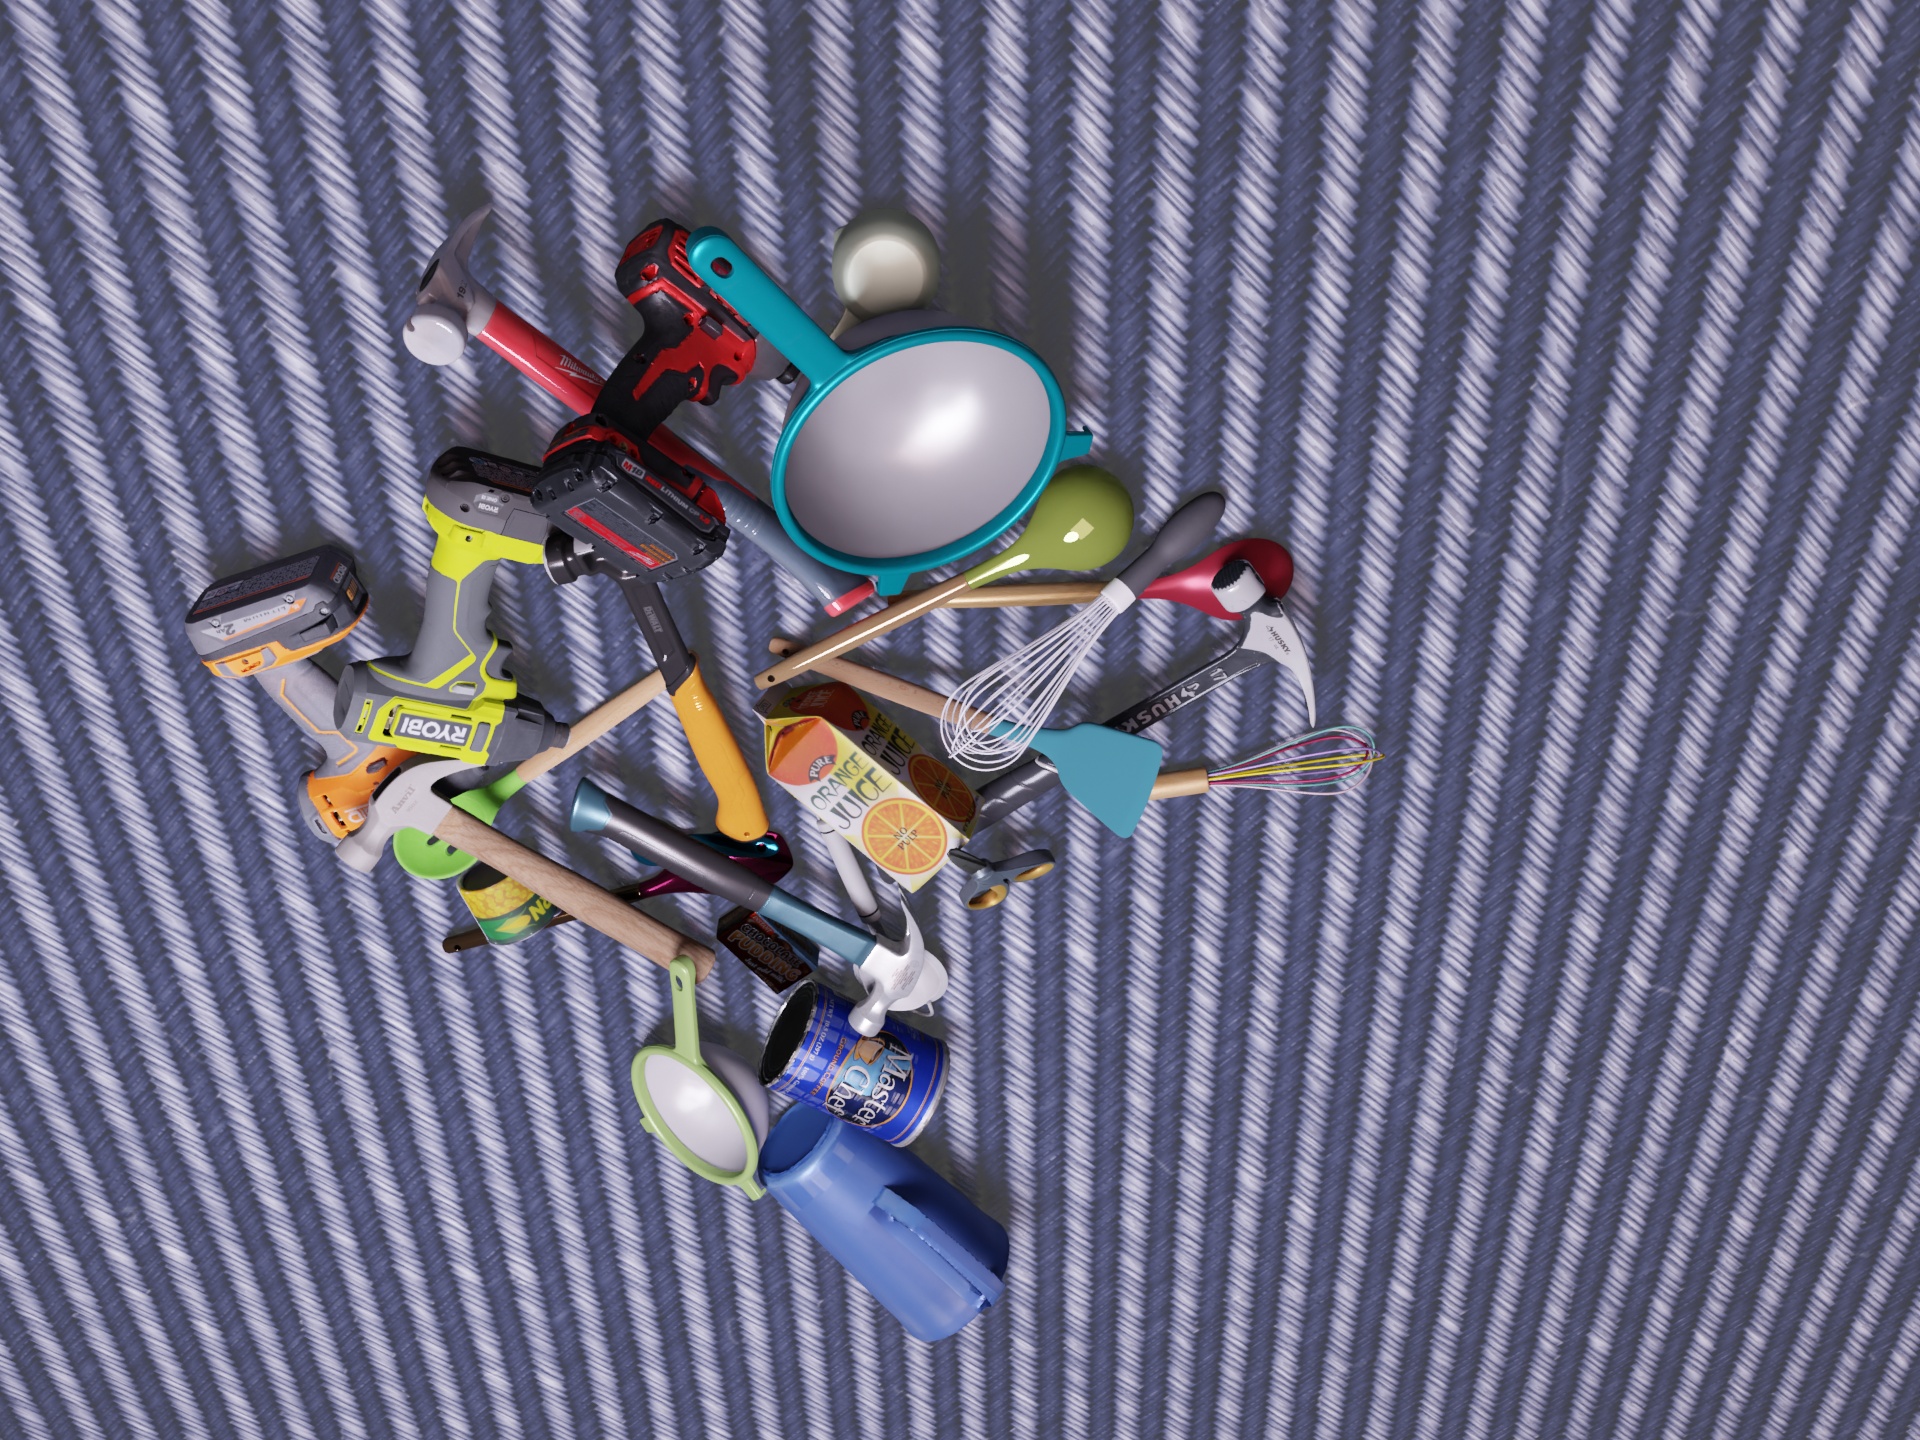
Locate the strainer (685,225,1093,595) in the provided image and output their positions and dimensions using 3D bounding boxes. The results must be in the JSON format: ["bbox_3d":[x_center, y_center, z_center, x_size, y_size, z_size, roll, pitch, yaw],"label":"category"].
[{"bbox_3d":[-0.073,-0.233,1.057,0.211,0.095,0.340,-35,141,15],"label":"strainer"}]

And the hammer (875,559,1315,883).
[{"bbox_3d":[0.095,0.029,1.279,0.409,0.036,0.149,-31,118,22],"label":"hammer"}]

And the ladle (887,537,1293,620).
[{"bbox_3d":[0.101,-0.101,1.226,0.315,0.031,0.069,-3,121,2],"label":"ladle"}]

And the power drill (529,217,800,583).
[{"bbox_3d":[-0.184,-0.209,1.052,0.078,0.220,0.143,-12,144,44],"label":"power drill"}]

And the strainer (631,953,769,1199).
[{"bbox_3d":[-0.222,0.297,1.415,0.152,0.069,0.256,22,128,29],"label":"strainer"}]

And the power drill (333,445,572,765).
[{"bbox_3d":[-0.342,-0.073,1.167,0.171,0.080,0.223,12,113,-35],"label":"power drill"}]

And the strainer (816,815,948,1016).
[{"bbox_3d":[-0.078,0.175,1.378,0.087,0.050,0.258,-11,118,22],"label":"strainer"}]

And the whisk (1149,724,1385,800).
[{"bbox_3d":[0.224,0.044,1.306,0.245,0.047,0.051,-9,122,7],"label":"whisk"}]

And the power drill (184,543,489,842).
[{"bbox_3d":[-0.468,-0.017,1.230,0.164,0.084,0.226,-17,123,6],"label":"power drill"}]

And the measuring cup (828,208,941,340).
[{"bbox_3d":[-0.075,-0.275,1.108,0.083,0.038,0.167,28,114,-17],"label":"measuring cup"}]

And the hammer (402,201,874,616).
[{"bbox_3d":[-0.207,-0.201,1.128,0.038,0.143,0.386,-30,130,32],"label":"hammer"}]

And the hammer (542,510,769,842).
[{"bbox_3d":[-0.197,-0.021,1.208,0.127,0.034,0.336,-10,137,5],"label":"hammer"}]

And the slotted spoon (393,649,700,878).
[{"bbox_3d":[-0.335,0.032,1.291,0.313,0.031,0.070,-33,102,14],"label":"slotted spoon"}]

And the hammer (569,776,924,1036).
[{"bbox_3d":[-0.173,0.141,1.306,0.330,0.033,0.128,30,104,-18],"label":"hammer"}]

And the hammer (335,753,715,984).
[{"bbox_3d":[-0.329,0.131,1.298,0.331,0.031,0.130,38,88,-35],"label":"hammer"}]

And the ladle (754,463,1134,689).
[{"bbox_3d":[-0.016,-0.099,1.205,0.320,0.062,0.078,-25,109,15],"label":"ladle"}]

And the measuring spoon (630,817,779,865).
[{"bbox_3d":[-0.217,0.106,1.330,0.128,0.021,0.042,2,105,4],"label":"measuring spoon"}]

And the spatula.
[{"bbox_3d":[-0.002,-0.004,1.230,0.317,0.044,0.082,20,112,4],"label":"spatula"}]

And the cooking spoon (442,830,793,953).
[{"bbox_3d":[-0.298,0.154,1.369,0.319,0.017,0.068,-16,120,7],"label":"cooking spoon"}]

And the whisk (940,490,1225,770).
[{"bbox_3d":[0.094,-0.071,1.183,0.284,0.070,0.070,-44,115,-5],"label":"whisk"}]
